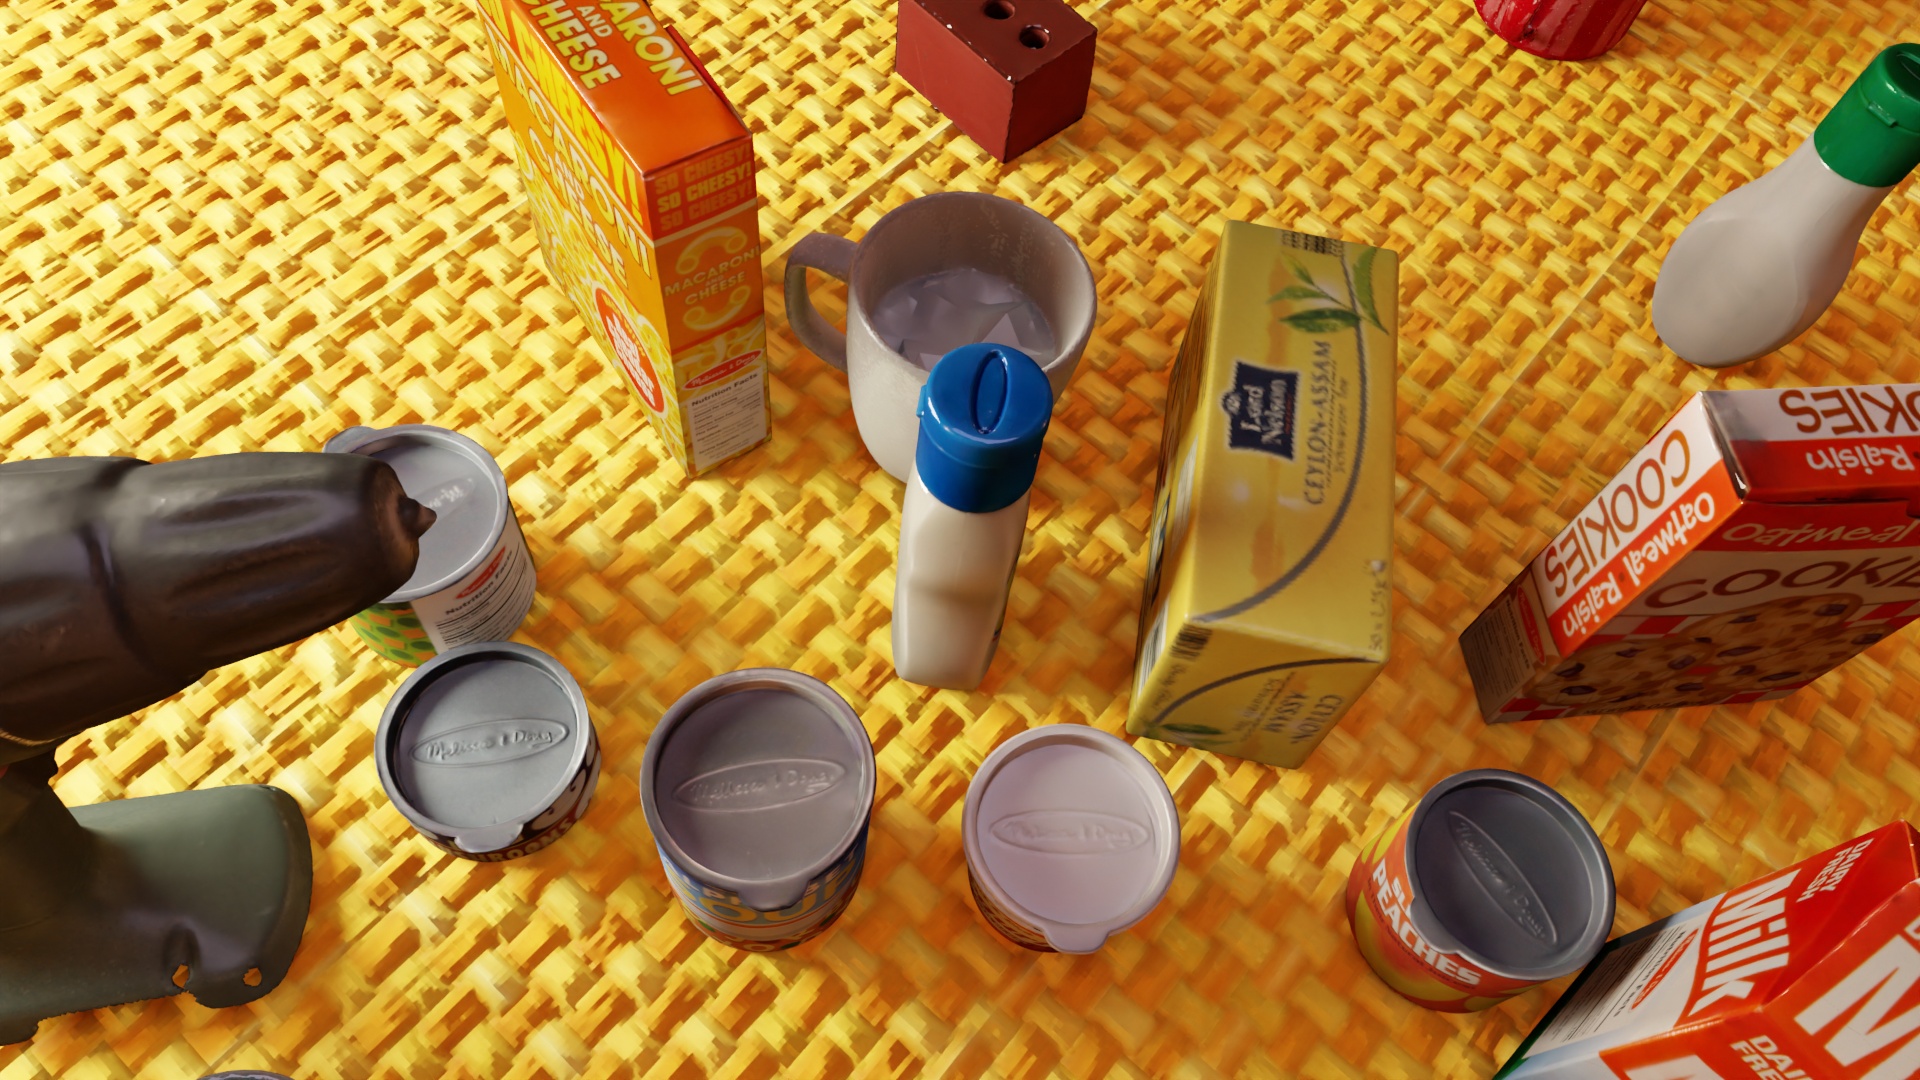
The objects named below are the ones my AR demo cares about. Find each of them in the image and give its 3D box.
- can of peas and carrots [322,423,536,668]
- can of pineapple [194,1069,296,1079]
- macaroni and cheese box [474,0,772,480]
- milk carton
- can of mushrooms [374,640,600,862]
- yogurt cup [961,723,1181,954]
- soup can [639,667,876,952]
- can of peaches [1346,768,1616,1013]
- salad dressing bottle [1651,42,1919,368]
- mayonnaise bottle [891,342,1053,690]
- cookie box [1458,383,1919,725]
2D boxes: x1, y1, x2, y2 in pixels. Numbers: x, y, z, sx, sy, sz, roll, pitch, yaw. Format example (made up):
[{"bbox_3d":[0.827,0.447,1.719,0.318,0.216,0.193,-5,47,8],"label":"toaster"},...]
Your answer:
[{"bbox_3d":[-0.185,0.002,0.474,0.071,0.058,0.071,3,61,-5],"label":"can of peas and carrots"},{"bbox_3d":[-0.189,0.183,0.373,0.071,0.057,0.071,3,61,-5],"label":"can of pineapple"},{"bbox_3d":[-0.115,-0.116,0.485,0.040,0.165,0.124,-30,68,-20],"label":"macaroni and cheese box"},{"bbox_3d":[0.227,0.137,0.369,0.074,0.189,0.072,-37,71,-22],"label":"milk carton"},{"bbox_3d":[-0.153,0.071,0.453,0.071,0.033,0.071,3,61,-5],"label":"can of mushrooms"},{"bbox_3d":[0.032,0.099,0.446,0.072,0.053,0.073,3,61,-5],"label":"yogurt cup"},{"bbox_3d":[-0.060,0.088,0.426,0.071,0.083,0.071,3,61,-5],"label":"soup can"},{"bbox_3d":[0.164,0.116,0.450,0.071,0.057,0.071,3,61,-5],"label":"can of peaches"},{"bbox_3d":[0.334,-0.128,0.552,0.044,0.147,0.064,-30,68,-20],"label":"salad dressing bottle"},{"bbox_3d":[0.002,-0.006,0.447,0.041,0.147,0.065,10,61,-1],"label":"mayonnaise bottle"},{"bbox_3d":[0.259,0.010,0.456,0.123,0.166,0.040,-3,62,-8],"label":"cookie box"}]
